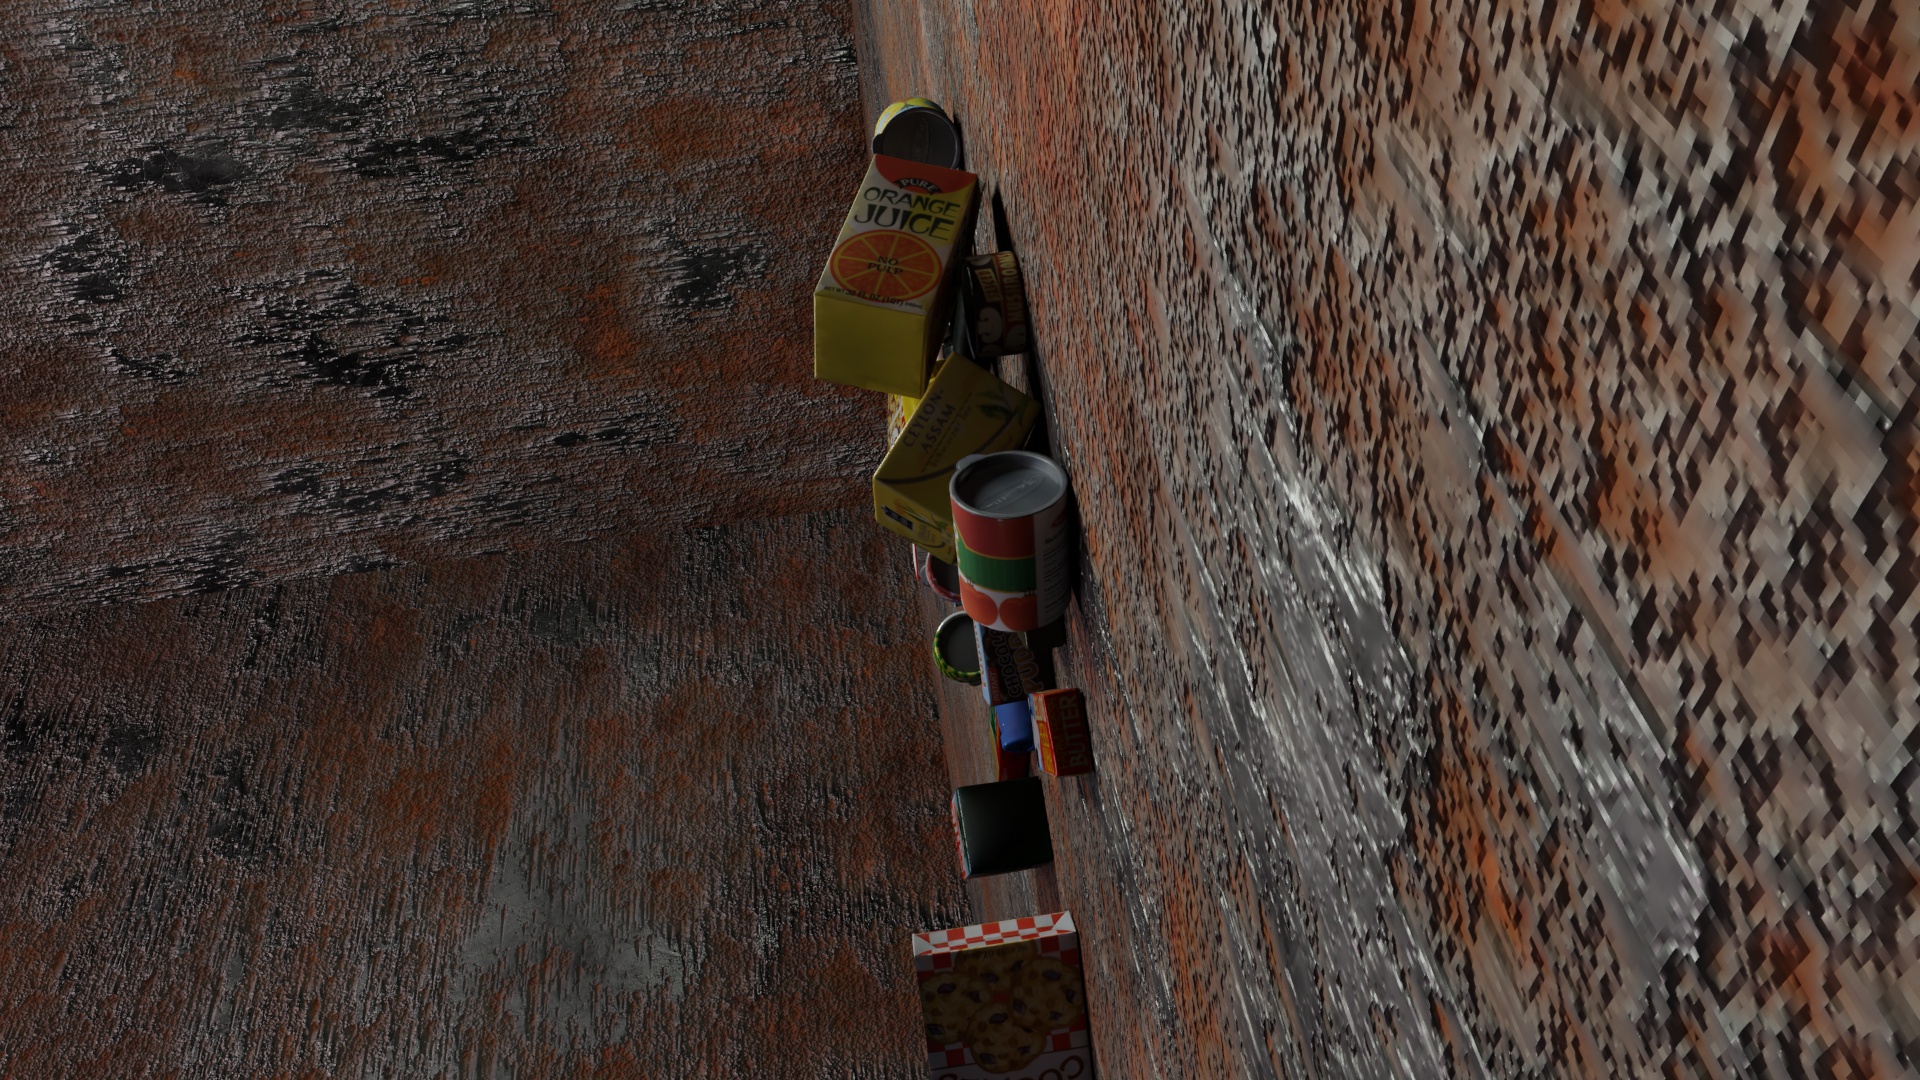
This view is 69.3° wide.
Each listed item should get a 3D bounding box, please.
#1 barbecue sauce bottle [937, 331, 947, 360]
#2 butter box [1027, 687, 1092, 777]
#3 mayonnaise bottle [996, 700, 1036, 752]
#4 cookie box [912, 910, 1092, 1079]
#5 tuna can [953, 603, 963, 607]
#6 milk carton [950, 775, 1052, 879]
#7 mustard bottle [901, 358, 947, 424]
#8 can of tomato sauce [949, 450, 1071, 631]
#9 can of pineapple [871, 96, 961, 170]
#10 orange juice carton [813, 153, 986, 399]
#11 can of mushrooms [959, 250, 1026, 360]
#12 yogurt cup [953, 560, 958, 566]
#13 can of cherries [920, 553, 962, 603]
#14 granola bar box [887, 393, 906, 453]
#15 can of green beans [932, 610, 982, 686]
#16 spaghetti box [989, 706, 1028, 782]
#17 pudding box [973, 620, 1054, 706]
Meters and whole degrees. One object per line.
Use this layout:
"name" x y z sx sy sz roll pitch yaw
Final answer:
"barbecue sauce bottle" -0.003 -0.133 1.181 0.064 0.044 0.148 73 -172 -79
"butter box" 0.062 0.121 0.879 0.103 0.024 0.053 109 152 -83
"mayonnaise bottle" 0.037 0.082 1.034 0.064 0.041 0.148 94 168 -64
"cookie box" 0.034 0.376 1.062 0.040 0.123 0.167 -113 16 -78
"tuna can" 0.006 0.039 1.483 0.071 0.033 0.071 178 85 -86
"milk carton" 0.033 0.259 1.234 0.190 0.072 0.073 95 166 -74
"mustard bottle" -0.009 -0.081 1.025 0.160 0.065 0.048 67 160 4
"can of tomato sauce" 0.028 0.000 0.796 0.071 0.071 0.082 -103 6 -54
"can of pineapple" -0.036 -0.319 1.114 0.058 0.071 0.070 -106 9 -64
"orange juice carton" -0.036 -0.186 0.904 0.072 0.072 0.194 96 -173 -50
"can of mushrooms" 0.020 -0.150 0.878 0.071 0.033 0.071 179 84 -87
"yogurt cup" 0.004 -0.015 1.183 0.072 0.072 0.054 87 166 -52
"can of cherries" 0.000 0.025 1.261 0.058 0.071 0.071 128 134 -84
"granola bar box" -0.034 -0.148 1.283 0.123 0.039 0.166 126 147 -61
"can of green beans" 0.007 0.104 1.359 0.057 0.071 0.071 106 156 -79
"spaghetti box" 0.043 0.143 1.181 0.248 0.029 0.050 88 172 -61
"pudding box" 0.036 0.070 0.975 0.030 0.050 0.083 -154 56 -83
